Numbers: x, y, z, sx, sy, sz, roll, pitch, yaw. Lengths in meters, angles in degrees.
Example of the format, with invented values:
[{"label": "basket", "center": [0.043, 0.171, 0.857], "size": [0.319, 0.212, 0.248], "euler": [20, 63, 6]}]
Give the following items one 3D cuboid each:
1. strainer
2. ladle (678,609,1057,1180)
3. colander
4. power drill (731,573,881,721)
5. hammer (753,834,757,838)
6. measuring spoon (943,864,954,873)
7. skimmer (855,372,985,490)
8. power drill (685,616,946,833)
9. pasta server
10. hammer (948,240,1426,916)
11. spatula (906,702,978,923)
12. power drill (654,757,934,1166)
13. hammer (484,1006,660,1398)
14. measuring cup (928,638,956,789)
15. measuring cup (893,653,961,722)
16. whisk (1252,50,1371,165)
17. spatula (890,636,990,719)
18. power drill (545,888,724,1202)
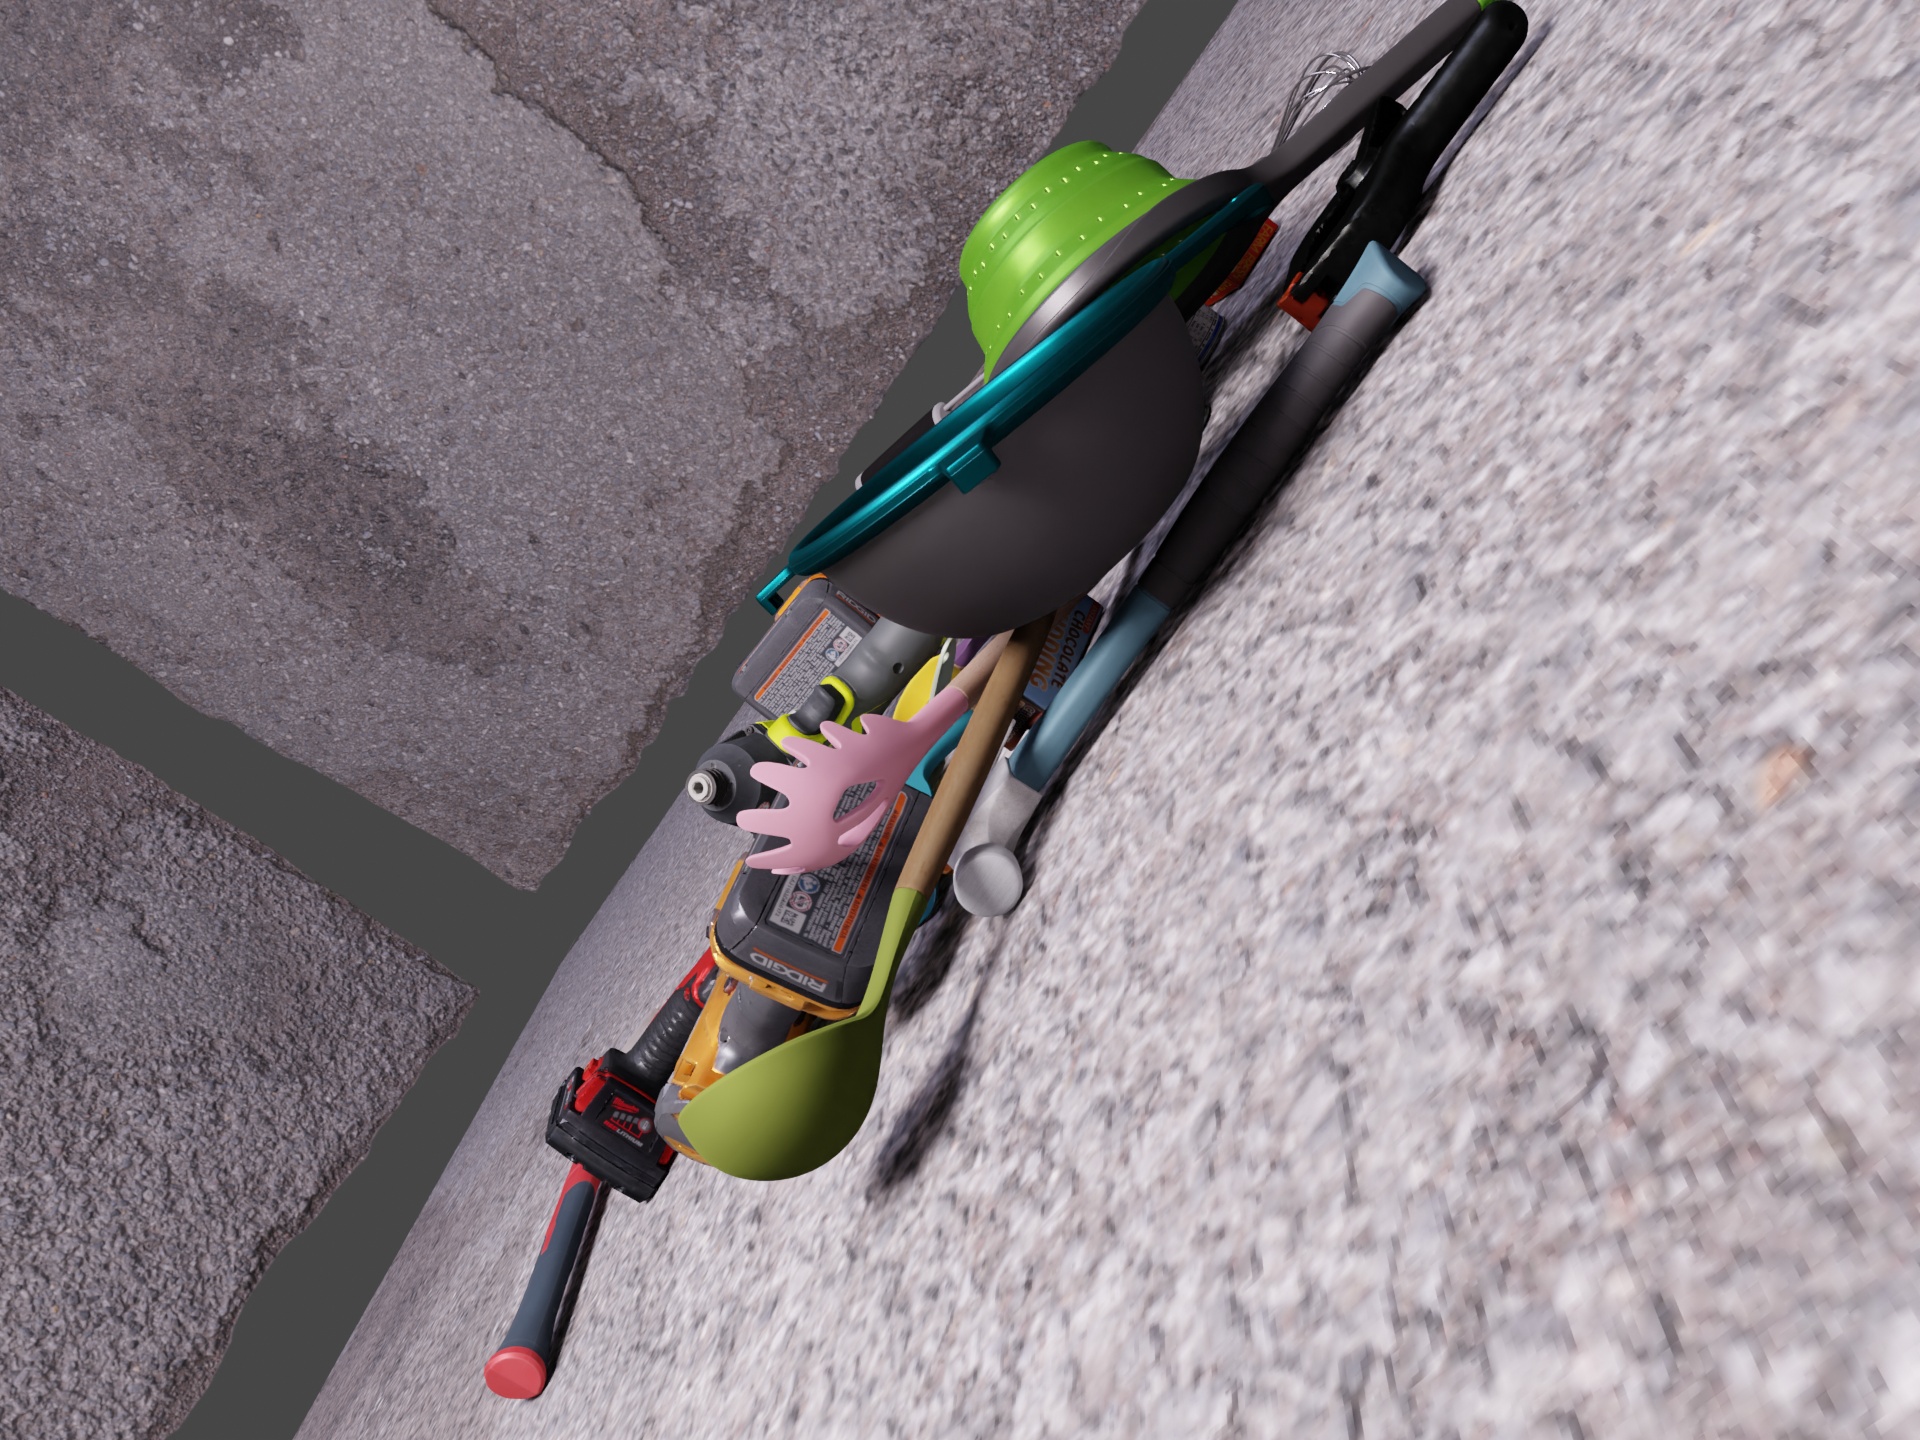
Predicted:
[{"label": "strainer", "center": [0.071, -0.140, 0.737], "size": [0.340, 0.095, 0.211], "euler": [-44, 12, -31]}, {"label": "ladle", "center": [-0.022, 0.047, 0.664], "size": [0.320, 0.062, 0.078], "euler": [-65, 4, -37]}, {"label": "colander", "center": [0.129, -0.310, 0.893], "size": [0.397, 0.094, 0.204], "euler": [-40, -7, 11]}, {"label": "power drill", "center": [-0.104, -0.071, 1.269], "size": [0.164, 0.084, 0.227], "euler": [-48, 8, 24]}, {"label": "hammer", "center": [-0.046, -0.061, 1.286], "size": [0.409, 0.036, 0.149], "euler": [-58, 11, -22]}, {"label": "measuring spoon", "center": [0.010, 0.022, 0.805], "size": [0.021, 0.011, 0.117], "euler": [-5, 68, 63]}, {"label": "skimmer", "center": [-0.004, -0.256, 1.138], "size": [0.363, 0.090, 0.127], "euler": [-31, 50, 51]}, {"label": "power drill", "center": [-0.062, -0.029, 0.937], "size": [0.223, 0.080, 0.171], "euler": [-53, -18, 19]}, {"label": "pasta server", "center": [0.004, -0.024, 0.764], "size": [0.316, 0.040, 0.060], "euler": [-45, -43, -45]}, {"label": "hammer", "center": [0.095, -0.066, 0.706], "size": [0.331, 0.033, 0.128], "euler": [-54, 11, 11]}, {"label": "spatula", "center": [0.024, -0.013, 0.906], "size": [0.318, 0.044, 0.082], "euler": [-57, 8, -33]}, {"label": "power drill", "center": [-0.081, 0.106, 0.812], "size": [0.226, 0.084, 0.185], "euler": [119, 175, -49]}, {"label": "hammer", "center": [-0.268, 0.337, 1.136], "size": [0.143, 0.038, 0.386], "euler": [-53, 10, 8]}, {"label": "measuring cup", "center": [-0.034, 0.009, 0.904], "size": [0.083, 0.038, 0.167], "euler": [-50, -17, -44]}, {"label": "measuring cup", "center": [-0.002, -0.003, 1.011], "size": [0.062, 0.029, 0.157], "euler": [-58, 22, -1]}, {"label": "whisk", "center": [0.217, -0.383, 1.098], "size": [0.059, 0.058, 0.246], "euler": [-23, -2, -16]}, {"label": "spatula", "center": [-0.015, -0.029, 1.129], "size": [0.060, 0.018, 0.315], "euler": [-41, -4, -45]}, {"label": "power drill", "center": [-0.176, 0.196, 1.051], "size": [0.220, 0.078, 0.143], "euler": [-54, 10, -4]}]
